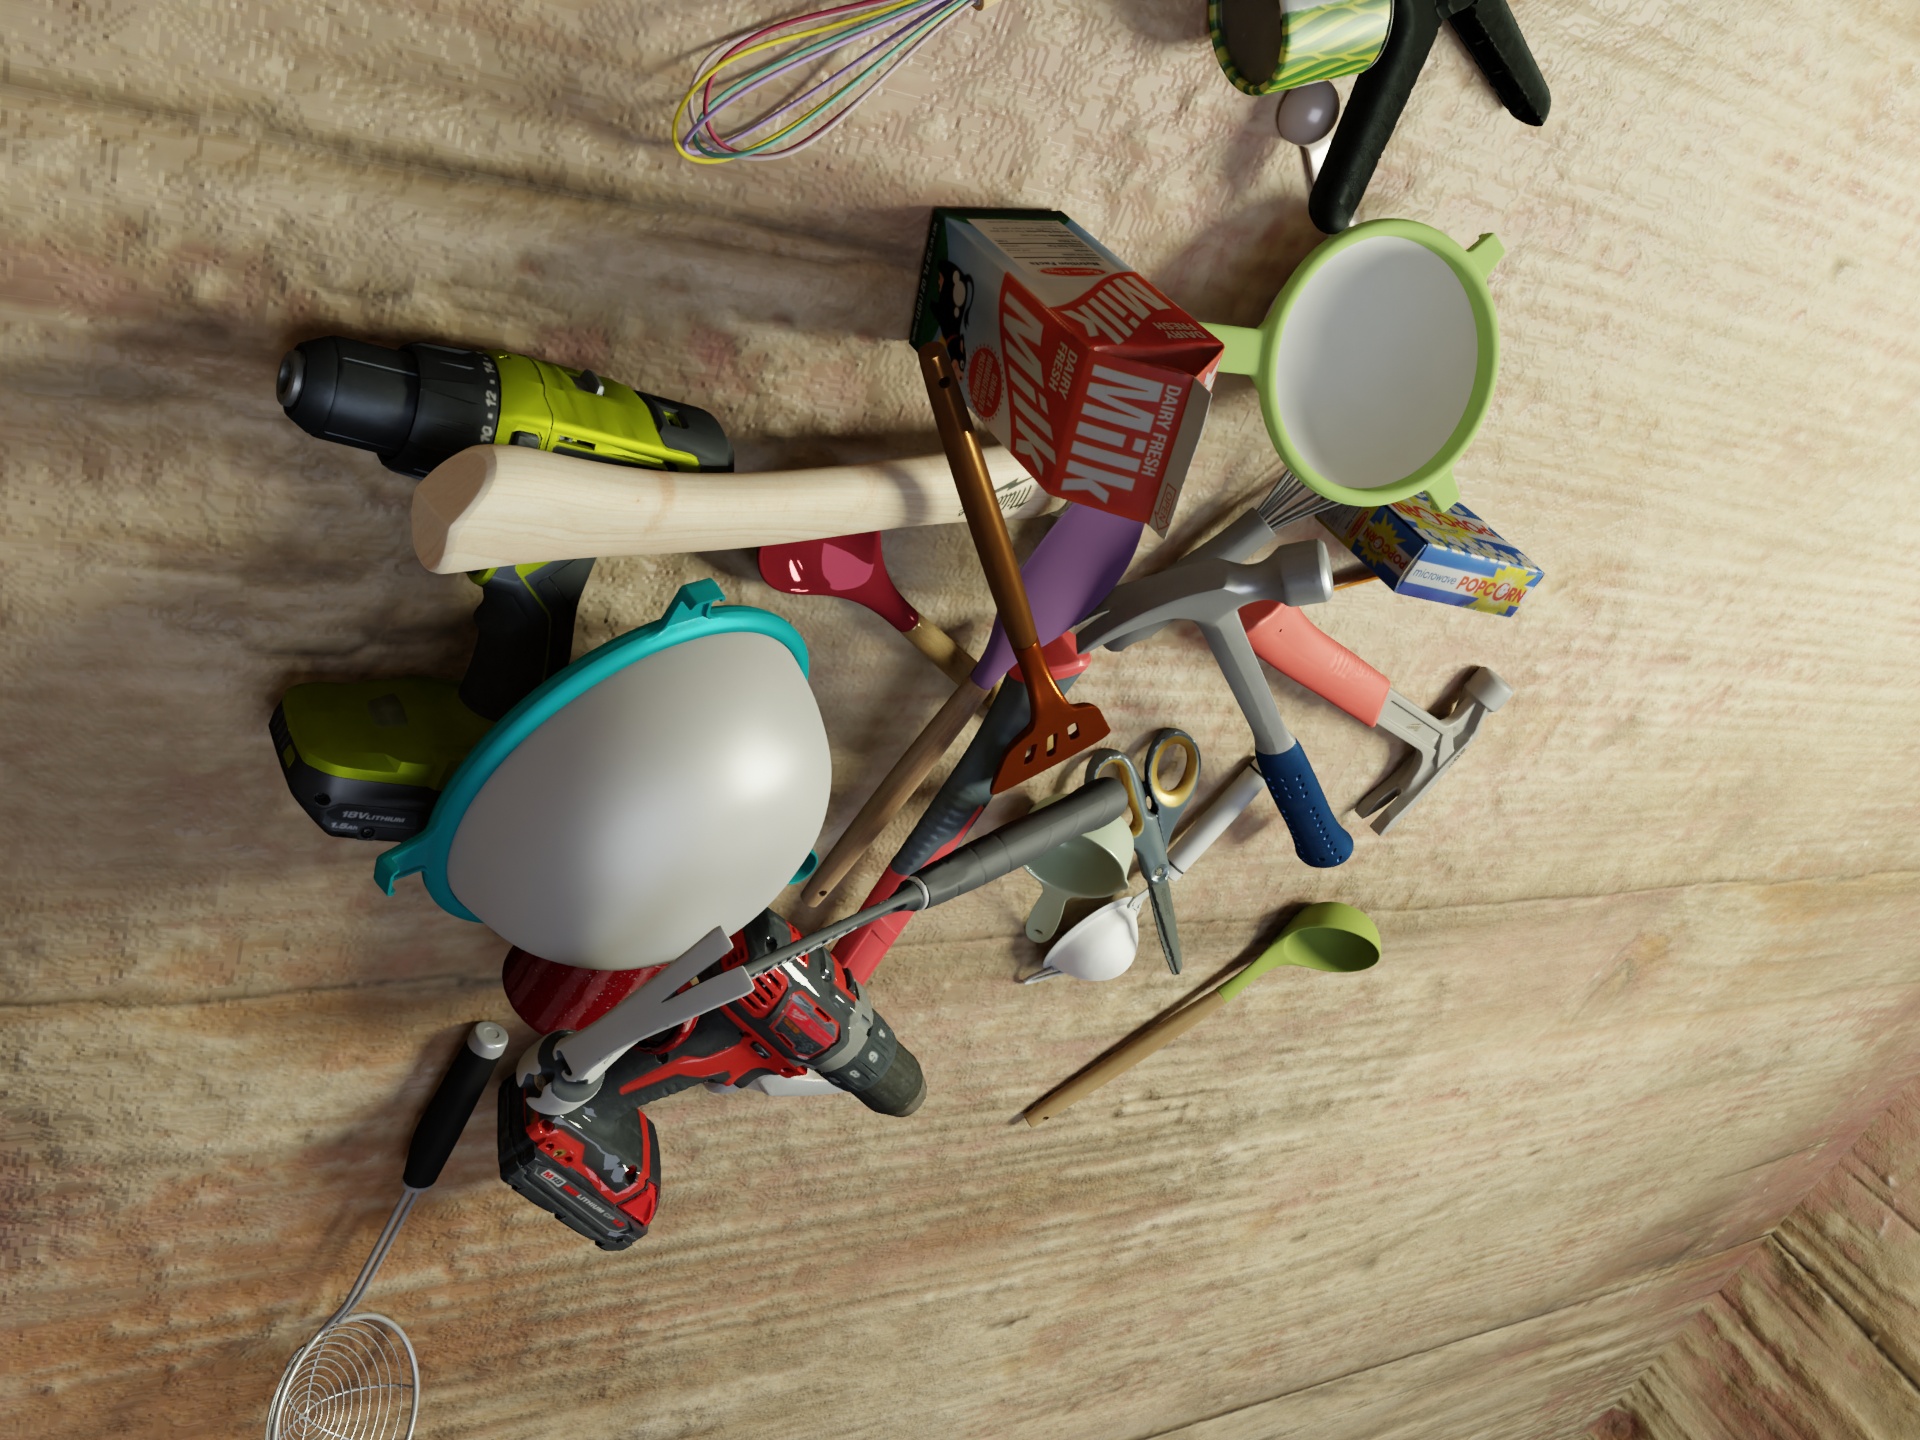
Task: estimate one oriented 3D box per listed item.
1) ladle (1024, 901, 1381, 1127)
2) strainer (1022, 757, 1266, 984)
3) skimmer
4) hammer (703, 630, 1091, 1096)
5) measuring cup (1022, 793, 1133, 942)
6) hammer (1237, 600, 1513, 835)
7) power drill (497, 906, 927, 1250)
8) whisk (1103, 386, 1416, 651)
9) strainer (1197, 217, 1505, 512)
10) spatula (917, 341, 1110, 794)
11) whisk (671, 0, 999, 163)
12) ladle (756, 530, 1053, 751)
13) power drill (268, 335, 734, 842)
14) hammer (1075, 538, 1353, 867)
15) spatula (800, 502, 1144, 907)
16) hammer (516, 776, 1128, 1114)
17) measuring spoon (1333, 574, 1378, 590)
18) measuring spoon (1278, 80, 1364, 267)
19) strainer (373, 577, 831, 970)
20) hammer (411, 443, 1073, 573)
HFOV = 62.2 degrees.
[{"bbox_3d":[0.193,0.245,1.278,0.320,0.062,0.078,-33,136,0],"label":"ladle"},{"bbox_3d":[0.146,0.113,1.142,0.258,0.050,0.086,-48,153,8],"label":"strainer"},{"bbox_3d":[-0.338,0.347,0.990,0.363,0.090,0.127,-59,166,20],"label":"skimmer"},{"bbox_3d":[-0.021,0.101,1.001,0.143,0.038,0.386,9,125,-40],"label":"hammer"},{"bbox_3d":[0.070,0.103,1.079,0.167,0.083,0.038,105,8,-57],"label":"measuring cup"},{"bbox_3d":[0.261,-0.015,1.079,0.149,0.037,0.358,-50,143,14],"label":"hammer"},{"bbox_3d":[-0.147,0.228,0.975,0.226,0.080,0.187,-35,125,8],"label":"power drill"},{"bbox_3d":[0.180,-0.119,0.955,0.239,0.055,0.055,-38,138,9],"label":"whisk"},{"bbox_3d":[0.166,-0.198,0.857,0.256,0.069,0.151,1,105,-20],"label":"strainer"},{"bbox_3d":[0.022,-0.063,0.811,0.081,0.041,0.322,-27,137,-6],"label":"spatula"},{"bbox_3d":[-0.014,-0.299,0.665,0.245,0.051,0.047,-33,132,-9],"label":"whisk"},{"bbox_3d":[-0.015,-0.045,0.902,0.069,0.031,0.315,-41,140,8],"label":"ladle"},{"bbox_3d":[-0.226,-0.058,0.713,0.190,0.080,0.228,8,119,-39],"label":"power drill"},{"bbox_3d":[0.191,0.010,1.009,0.144,0.035,0.405,-9,152,19],"label":"hammer"},{"bbox_3d":[-0.001,-0.003,0.891,0.059,0.018,0.316,19,121,-36],"label":"spatula"},{"bbox_3d":[-0.033,0.094,0.840,0.409,0.036,0.149,-20,168,-49],"label":"hammer"},{"bbox_3d":[0.270,-0.097,1.053,0.117,0.021,0.011,-16,91,-23],"label":"measuring spoon"},{"bbox_3d":[0.198,-0.282,0.836,0.034,0.018,0.124,-38,138,1],"label":"measuring spoon"},{"bbox_3d":[-0.119,0.069,0.806,0.211,0.095,0.340,-42,158,1],"label":"strainer"},{"bbox_3d":[-0.061,-0.095,0.748,0.410,0.038,0.146,-12,135,-44],"label":"hammer"}]
